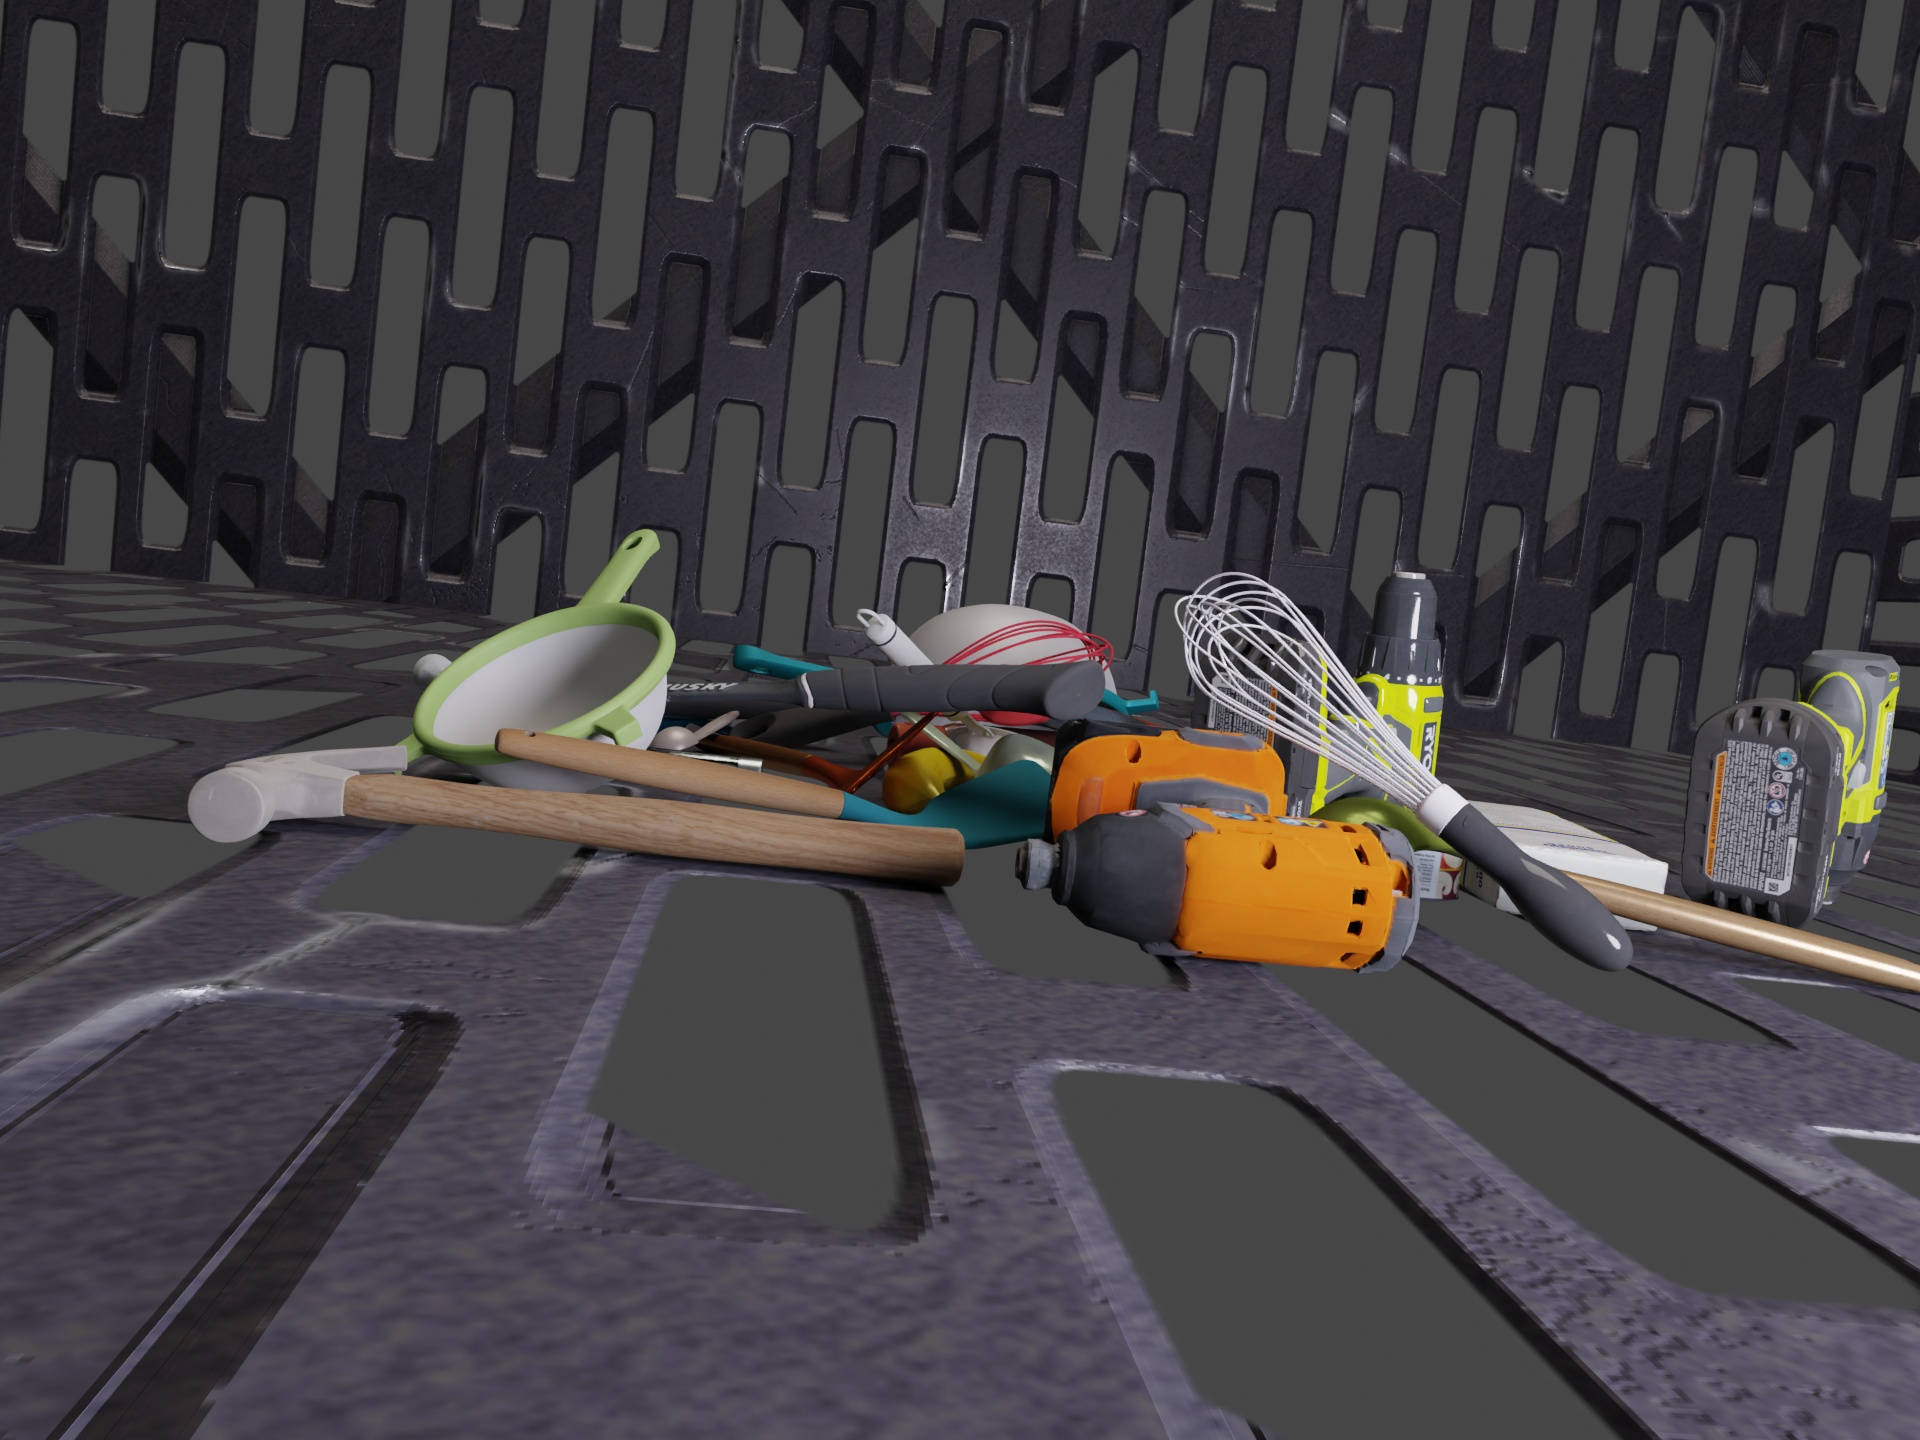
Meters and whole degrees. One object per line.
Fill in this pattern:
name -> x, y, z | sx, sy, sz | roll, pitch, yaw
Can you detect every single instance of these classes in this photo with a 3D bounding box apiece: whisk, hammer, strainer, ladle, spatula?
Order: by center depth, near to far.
hammer -> -0.163, 0.047, 0.736 | 0.331, 0.031, 0.130 | 7, 5, -8
whisk -> 0.214, 0.024, 0.794 | 0.285, 0.070, 0.070 | 44, 21, 24
ladle -> 0.326, 0.101, 0.809 | 0.320, 0.062, 0.078 | 15, -3, 10
spatula -> -0.085, 0.030, 0.844 | 0.317, 0.044, 0.082 | 12, 22, -28
strainer -> -0.217, -0.029, 0.940 | 0.151, 0.069, 0.257 | -7, 31, 14
hammer -> -0.105, -0.019, 0.968 | 0.409, 0.036, 0.149 | 0, 21, 28
spatula -> -0.114, 0.020, 1.055 | 0.081, 0.041, 0.323 | -41, 24, -22
strainer -> -0.002, -0.003, 1.078 | 0.087, 0.050, 0.258 | 3, -28, 35
hammer -> 0.111, 0.007, 1.119 | 0.143, 0.038, 0.386 | 16, 0, 34
whisk -> -0.032, -0.015, 1.160 | 0.296, 0.073, 0.073 | -13, 1, 10
hammer -> -0.234, -0.016, 1.217 | 0.330, 0.033, 0.128 | 1, 17, -37
strainer -> -0.022, -0.051, 1.271 | 0.340, 0.095, 0.211 | 12, -20, -30

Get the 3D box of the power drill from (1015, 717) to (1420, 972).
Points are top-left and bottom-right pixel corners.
power drill -> 0.098, 0.055, 0.744 | 0.164, 0.084, 0.226 | 6, 8, -6

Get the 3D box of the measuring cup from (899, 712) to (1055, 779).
measuring cup -> 0.018, 0.014, 1.004 | 0.168, 0.038, 0.083 | 36, 12, 28

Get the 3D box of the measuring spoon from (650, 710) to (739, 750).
measuring spoon -> -0.190, 0.003, 1.151 | 0.034, 0.018, 0.124 | -16, 9, 18

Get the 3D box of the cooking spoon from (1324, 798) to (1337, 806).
cooking spoon -> 0.202, 0.055, 1.102 | 0.318, 0.069, 0.017 | -4, -3, -40

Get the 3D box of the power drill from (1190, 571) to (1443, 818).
power drill -> 0.251, -0.005, 1.062 | 0.080, 0.190, 0.228 | 11, 10, 42

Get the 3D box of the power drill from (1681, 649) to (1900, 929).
power drill -> 0.538, 0.051, 1.014 | 0.080, 0.171, 0.223 | 11, 14, 41

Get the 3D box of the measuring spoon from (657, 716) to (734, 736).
measuring spoon -> -0.197, 0.013, 1.253 | 0.129, 0.021, 0.042 | 18, 15, 19
